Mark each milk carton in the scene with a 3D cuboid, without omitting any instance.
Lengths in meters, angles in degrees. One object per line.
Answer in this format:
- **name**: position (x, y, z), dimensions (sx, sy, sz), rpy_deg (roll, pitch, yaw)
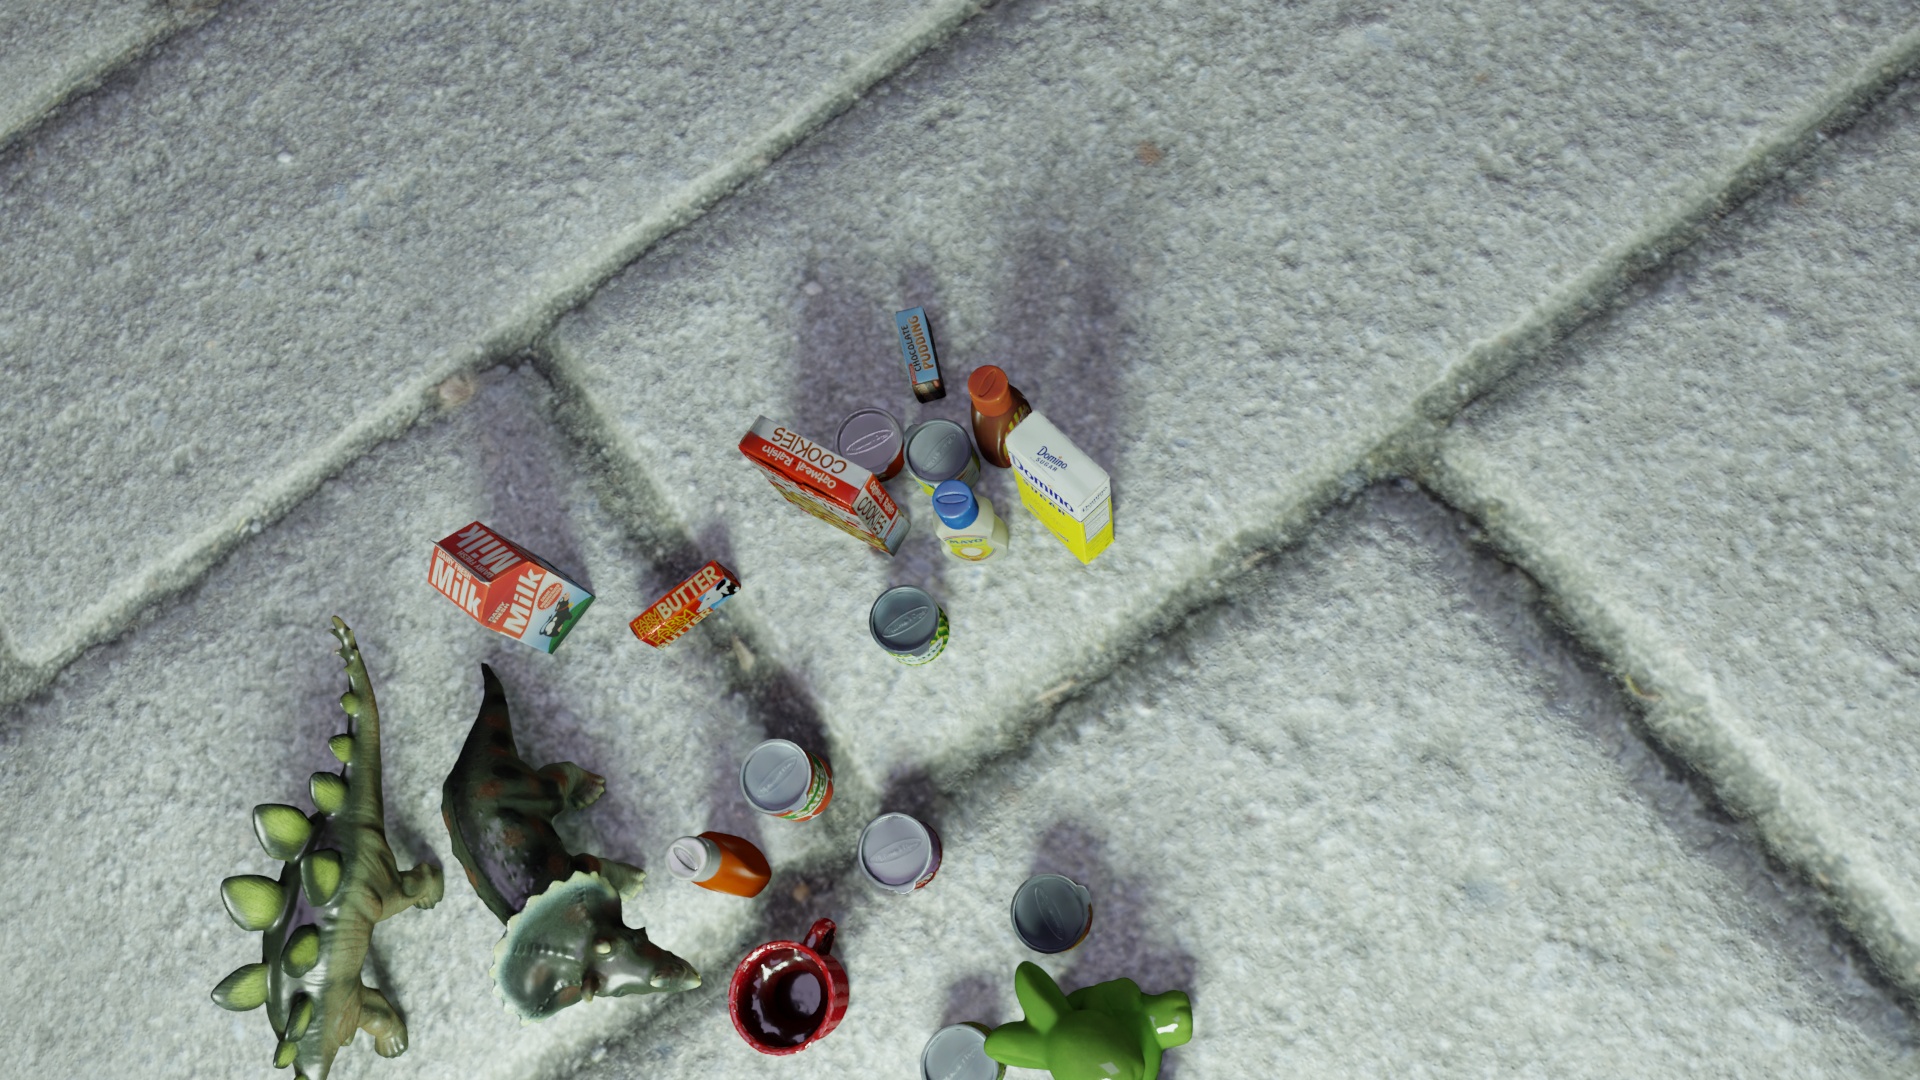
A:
- **milk carton**: position (-0.426, 0.042, 1.302), dimensions (0.072, 0.190, 0.073), rpy_deg (34, 82, 17)

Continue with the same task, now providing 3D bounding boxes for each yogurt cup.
- **yogurt cup**: position (-0.085, -0.090, 1.355), dimensions (0.072, 0.054, 0.072), rpy_deg (-3, 73, 9)

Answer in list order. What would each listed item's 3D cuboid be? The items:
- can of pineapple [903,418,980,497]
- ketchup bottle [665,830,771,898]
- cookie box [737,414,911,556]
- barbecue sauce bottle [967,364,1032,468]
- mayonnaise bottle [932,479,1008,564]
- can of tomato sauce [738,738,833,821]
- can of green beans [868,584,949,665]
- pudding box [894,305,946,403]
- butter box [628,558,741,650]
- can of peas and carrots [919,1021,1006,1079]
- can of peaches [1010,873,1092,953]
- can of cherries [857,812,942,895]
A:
- **can of pineapple**: position (-0.018, -0.079, 1.338), dimensions (0.071, 0.057, 0.071), rpy_deg (-3, 73, 9)
- **ketchup bottle**: position (-0.214, 0.281, 1.215), dimensions (0.065, 0.148, 0.043), rpy_deg (38, 84, 18)
- **cookie box**: position (-0.123, -0.047, 1.289), dimensions (0.123, 0.167, 0.040), rpy_deg (27, 80, 16)
- **barbecue sauce bottle**: position (0.036, -0.119, 1.293), dimensions (0.044, 0.148, 0.065), rpy_deg (27, 80, 16)
- **mayonnaise bottle**: position (0.005, -0.016, 1.267), dimensions (0.065, 0.147, 0.041), rpy_deg (-3, 73, 9)
- **can of tomato sauce**: position (-0.155, 0.219, 1.258), dimensions (0.071, 0.083, 0.071), rpy_deg (-3, 73, 9)
- **can of green beans**: position (-0.047, 0.080, 1.295), dimensions (0.071, 0.057, 0.071), rpy_deg (-3, 73, 9)
- **pudding box**: position (-0.040, -0.185, 1.378), dimensions (0.030, 0.049, 0.084), rpy_deg (-14, 72, 6)
- **butter box**: position (-0.265, 0.063, 1.341), dimensions (0.103, 0.053, 0.024), rpy_deg (-38, 71, -3)
- **can of peas and carrots**: position (0.005, 0.444, 1.175), dimensions (0.071, 0.058, 0.071), rpy_deg (-3, 73, 9)
- **can of peaches**: position (0.082, 0.322, 1.200), dimensions (0.071, 0.058, 0.071), rpy_deg (-3, 73, 9)
- **can of cherries**: position (-0.053, 0.280, 1.235), dimensions (0.071, 0.058, 0.071), rpy_deg (-3, 73, 9)
